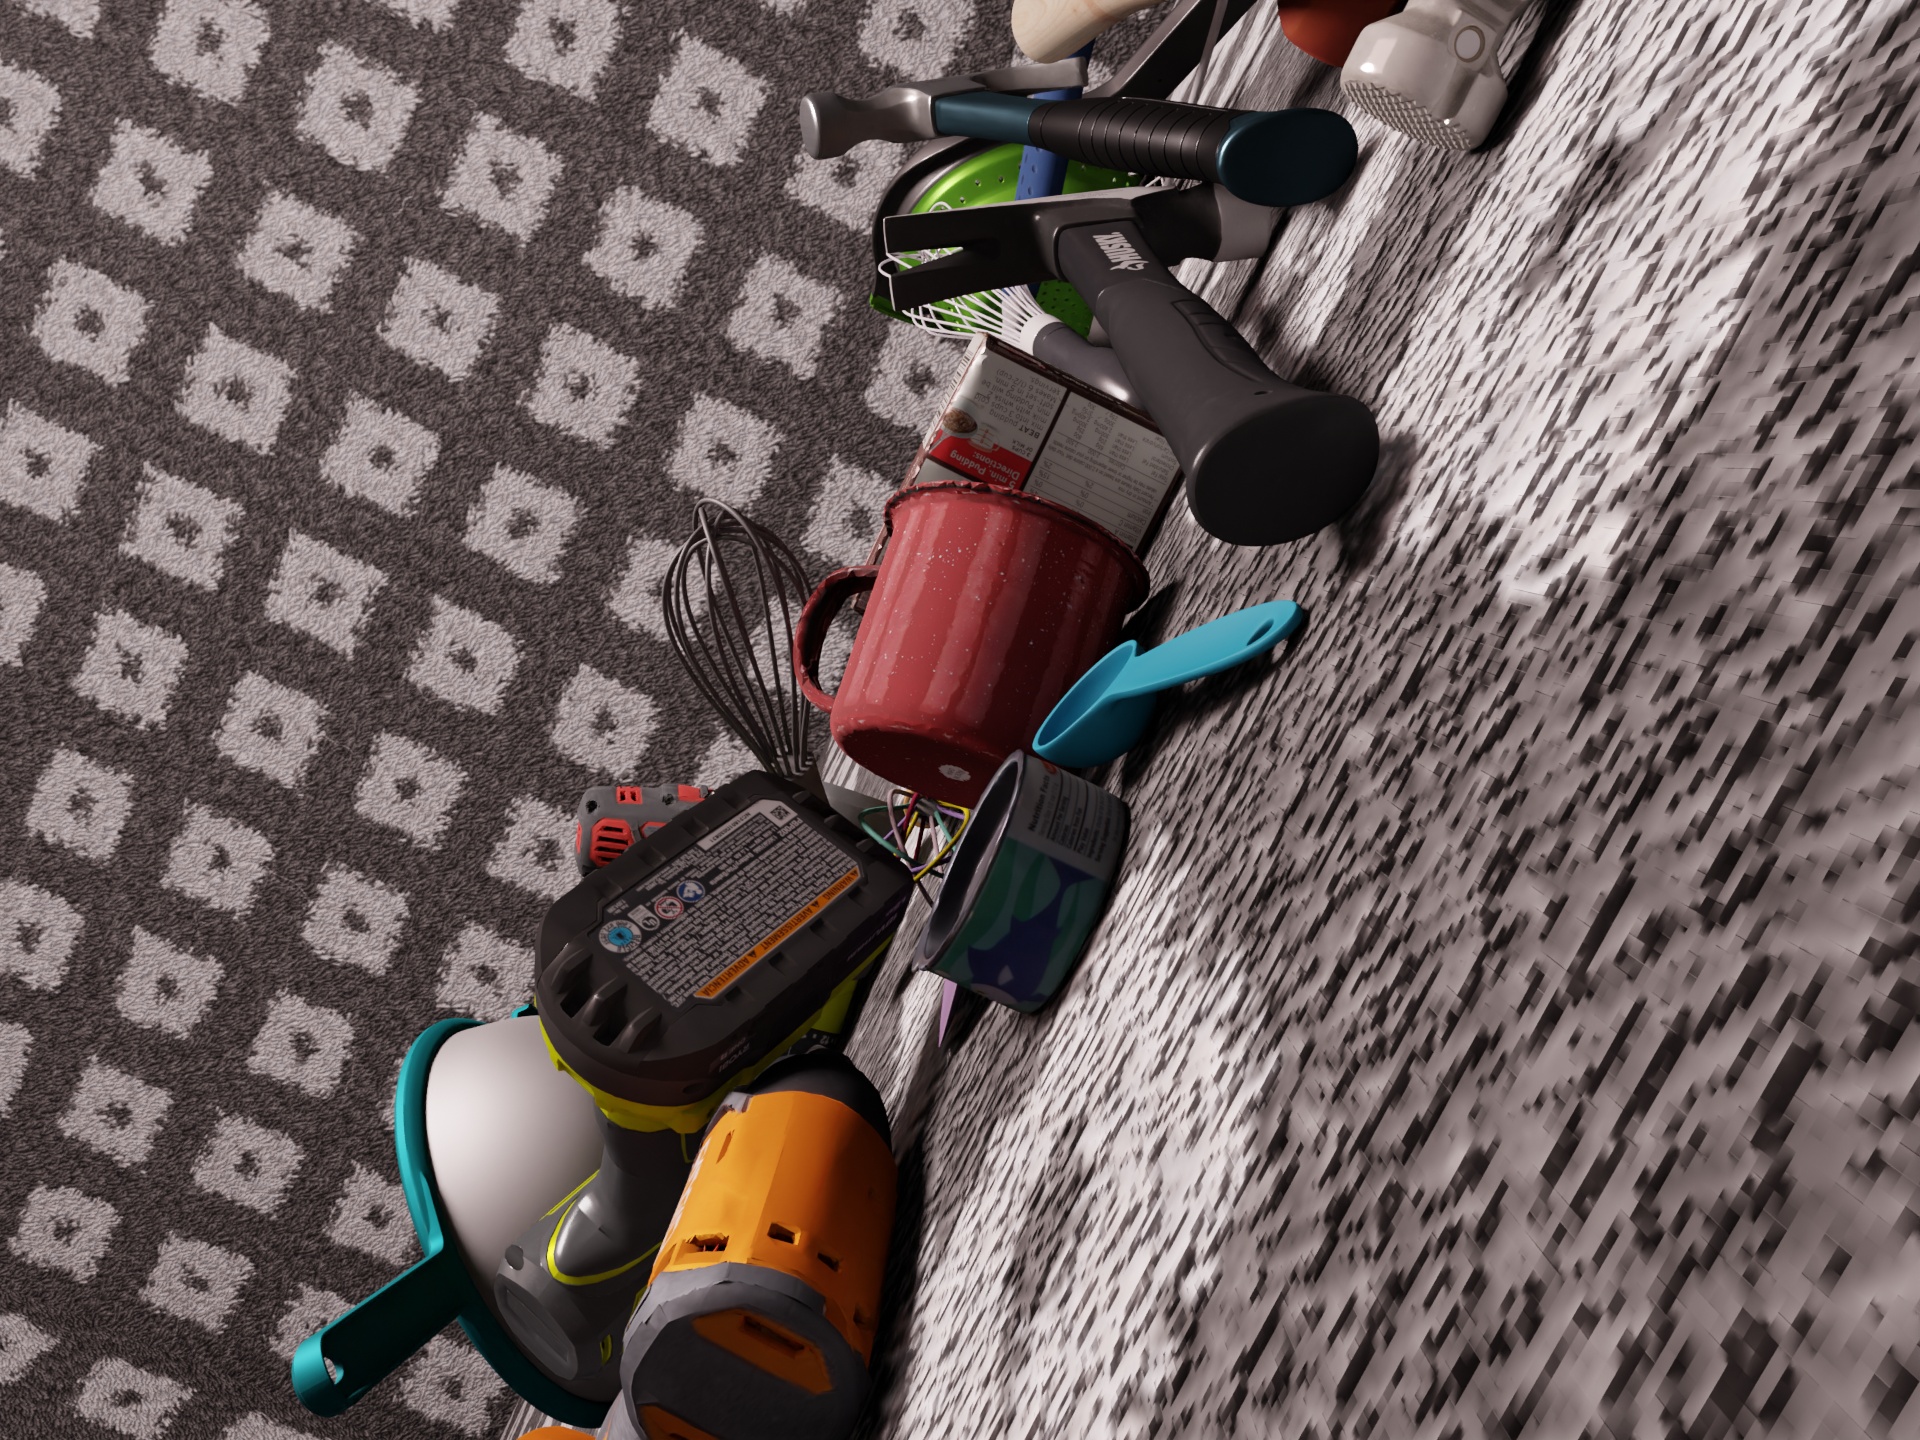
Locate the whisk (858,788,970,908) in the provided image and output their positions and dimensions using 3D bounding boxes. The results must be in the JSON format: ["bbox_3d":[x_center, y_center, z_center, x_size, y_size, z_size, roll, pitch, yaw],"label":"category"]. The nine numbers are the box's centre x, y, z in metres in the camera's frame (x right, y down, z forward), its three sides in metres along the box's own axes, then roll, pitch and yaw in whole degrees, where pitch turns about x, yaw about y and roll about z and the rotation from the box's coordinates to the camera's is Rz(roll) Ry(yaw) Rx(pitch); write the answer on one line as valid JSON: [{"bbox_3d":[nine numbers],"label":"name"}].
[{"bbox_3d":[-0.019,0.044,0.714,0.245,0.051,0.047,-93,22,-83],"label":"whisk"}]

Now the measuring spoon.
[{"bbox_3d":[0.056,-0.007,0.408,0.042,0.021,0.128,-50,10,-20],"label":"measuring spoon"}]

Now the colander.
[{"bbox_3d":[0.096,-0.348,1.022,0.397,0.204,0.095,-38,57,42],"label":"colander"}]

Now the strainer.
[{"bbox_3d":[-0.180,0.221,0.717,0.095,0.211,0.340,-29,-5,3],"label":"strainer"}]

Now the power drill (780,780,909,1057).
[{"bbox_3d":[-0.097,0.132,0.865,0.228,0.080,0.190,160,129,-79],"label":"power drill"}]

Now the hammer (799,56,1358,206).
[{"bbox_3d":[0.045,-0.240,0.645,0.331,0.128,0.033,-136,35,-57],"label":"hammer"}]

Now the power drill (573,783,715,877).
[{"bbox_3d":[-0.159,0.153,1.026,0.080,0.188,0.226,-127,44,-71],"label":"power drill"}]

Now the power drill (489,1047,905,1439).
[{"bbox_3d":[-0.089,0.210,0.488,0.226,0.084,0.164,-59,5,17],"label":"power drill"}]

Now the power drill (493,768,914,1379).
[{"bbox_3d":[-0.093,0.132,0.602,0.171,0.080,0.223,-37,-26,-41],"label":"power drill"}]

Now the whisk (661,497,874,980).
[{"bbox_3d":[-0.064,0.019,0.613,0.055,0.055,0.238,-72,-24,-47],"label":"whisk"}]

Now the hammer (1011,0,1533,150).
[{"bbox_3d":[0.094,-0.271,0.536,0.146,0.038,0.411,-64,21,13],"label":"hammer"}]

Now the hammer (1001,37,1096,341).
[{"bbox_3d":[0.027,-0.228,0.913,0.144,0.035,0.406,166,117,-67],"label":"hammer"}]

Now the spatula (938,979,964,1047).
[{"bbox_3d":[0.021,0.006,0.626,0.316,0.018,0.059,-74,-2,-54],"label":"spatula"}]

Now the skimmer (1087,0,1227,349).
[{"bbox_3d":[0.128,-0.254,0.693,0.127,0.090,0.363,-61,-10,-50],"label":"skimmer"}]

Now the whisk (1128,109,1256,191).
[{"bbox_3d":[0.126,-0.308,0.852,0.246,0.058,0.059,-101,1,-73],"label":"whisk"}]

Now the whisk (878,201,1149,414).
[{"bbox_3d":[0.028,-0.194,0.777,0.070,0.070,0.285,-63,32,18],"label":"whisk"}]

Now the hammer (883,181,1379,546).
[{"bbox_3d":[0.052,-0.121,0.478,0.335,0.146,0.035,-96,0,-64],"label":"hammer"}]
